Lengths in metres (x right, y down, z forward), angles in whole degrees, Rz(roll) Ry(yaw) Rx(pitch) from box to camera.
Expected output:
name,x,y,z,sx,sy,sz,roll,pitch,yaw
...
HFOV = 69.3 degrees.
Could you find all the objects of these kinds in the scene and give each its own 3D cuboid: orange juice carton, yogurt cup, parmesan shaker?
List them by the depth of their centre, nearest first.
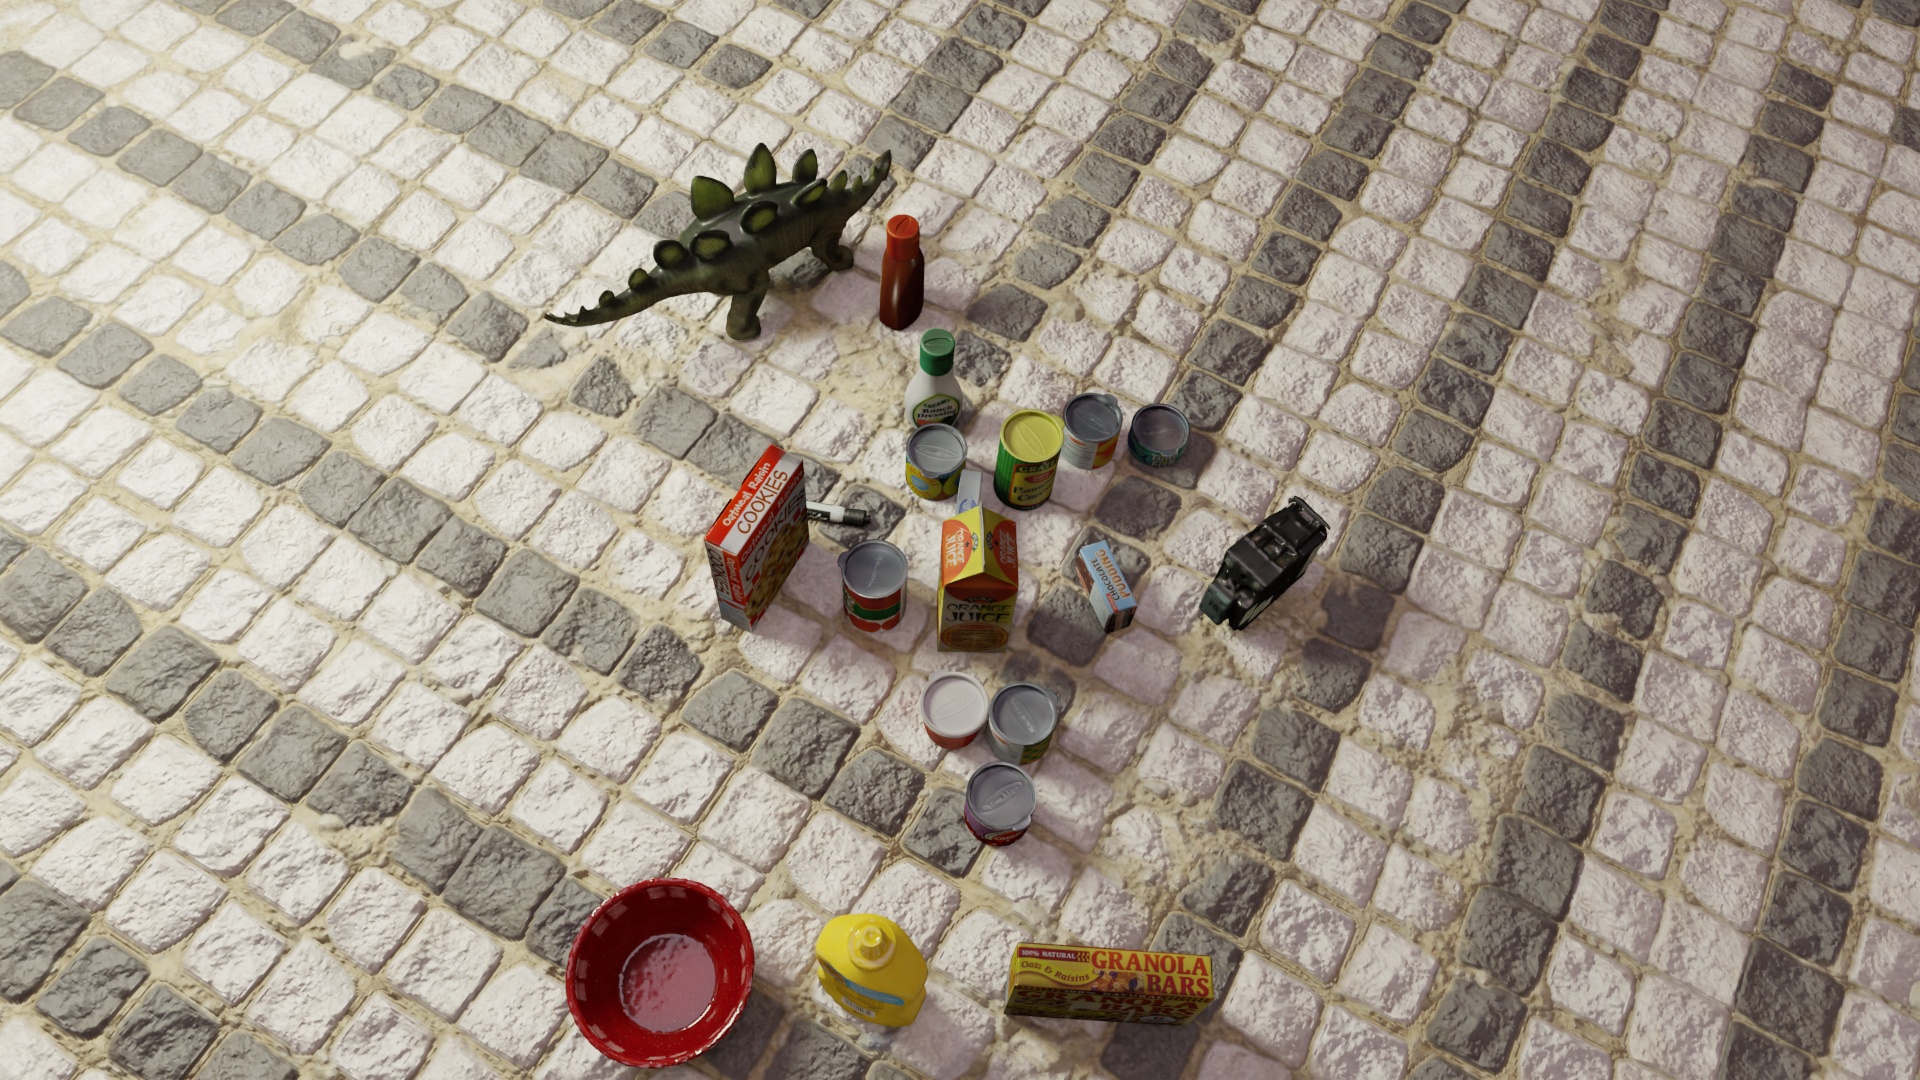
name,x,y,z,sx,sy,sz,roll,pitch,yaw
orange juice carton,0.016,0.038,1.354,0.073,0.191,0.072,1,61,-3
yogurt cup,-0.007,0.169,1.357,0.072,0.053,0.073,1,60,-3
parmesan shaker,0.074,-0.085,1.480,0.071,0.102,0.071,1,60,-2

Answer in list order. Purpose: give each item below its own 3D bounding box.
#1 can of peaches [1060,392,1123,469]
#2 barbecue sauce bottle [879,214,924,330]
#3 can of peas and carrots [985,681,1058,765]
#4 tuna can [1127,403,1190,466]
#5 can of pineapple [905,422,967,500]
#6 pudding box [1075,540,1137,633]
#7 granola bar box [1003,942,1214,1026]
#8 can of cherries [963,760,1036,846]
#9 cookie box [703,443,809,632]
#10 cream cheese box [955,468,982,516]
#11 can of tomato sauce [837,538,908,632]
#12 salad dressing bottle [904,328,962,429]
name,x,y,z,sx,sy,sz,roll,pitch,yaw
can of peaches,0.144,-0.122,1.530,0.071,0.057,0.071,1,60,-3
barbecue sauce bottle,-0.065,-0.305,1.571,0.044,0.147,0.065,27,63,12
can of peas and carrots,0.061,0.177,1.354,0.071,0.058,0.071,1,60,-3
tuna can,0.221,-0.115,1.546,0.071,0.032,0.071,2,60,-3
can of pineapple,-0.028,-0.083,1.498,0.071,0.057,0.071,1,60,-3
pudding box,0.150,0.048,1.439,0.030,0.049,0.084,-18,63,-13
granola bar box,0.125,0.385,1.202,0.166,0.123,0.039,4,61,-1
can of cherries,0.038,0.251,1.310,0.071,0.058,0.072,1,60,-3
cookie box,-0.199,0.000,1.378,0.040,0.166,0.123,25,62,10
cream cheese box,0.005,-0.018,1.466,0.024,0.053,0.104,7,60,1
can of tomato sauce,-0.089,0.047,1.406,0.071,0.082,0.071,1,60,-3
salad dressing bottle,-0.028,-0.170,1.496,0.064,0.147,0.044,-8,61,-8
